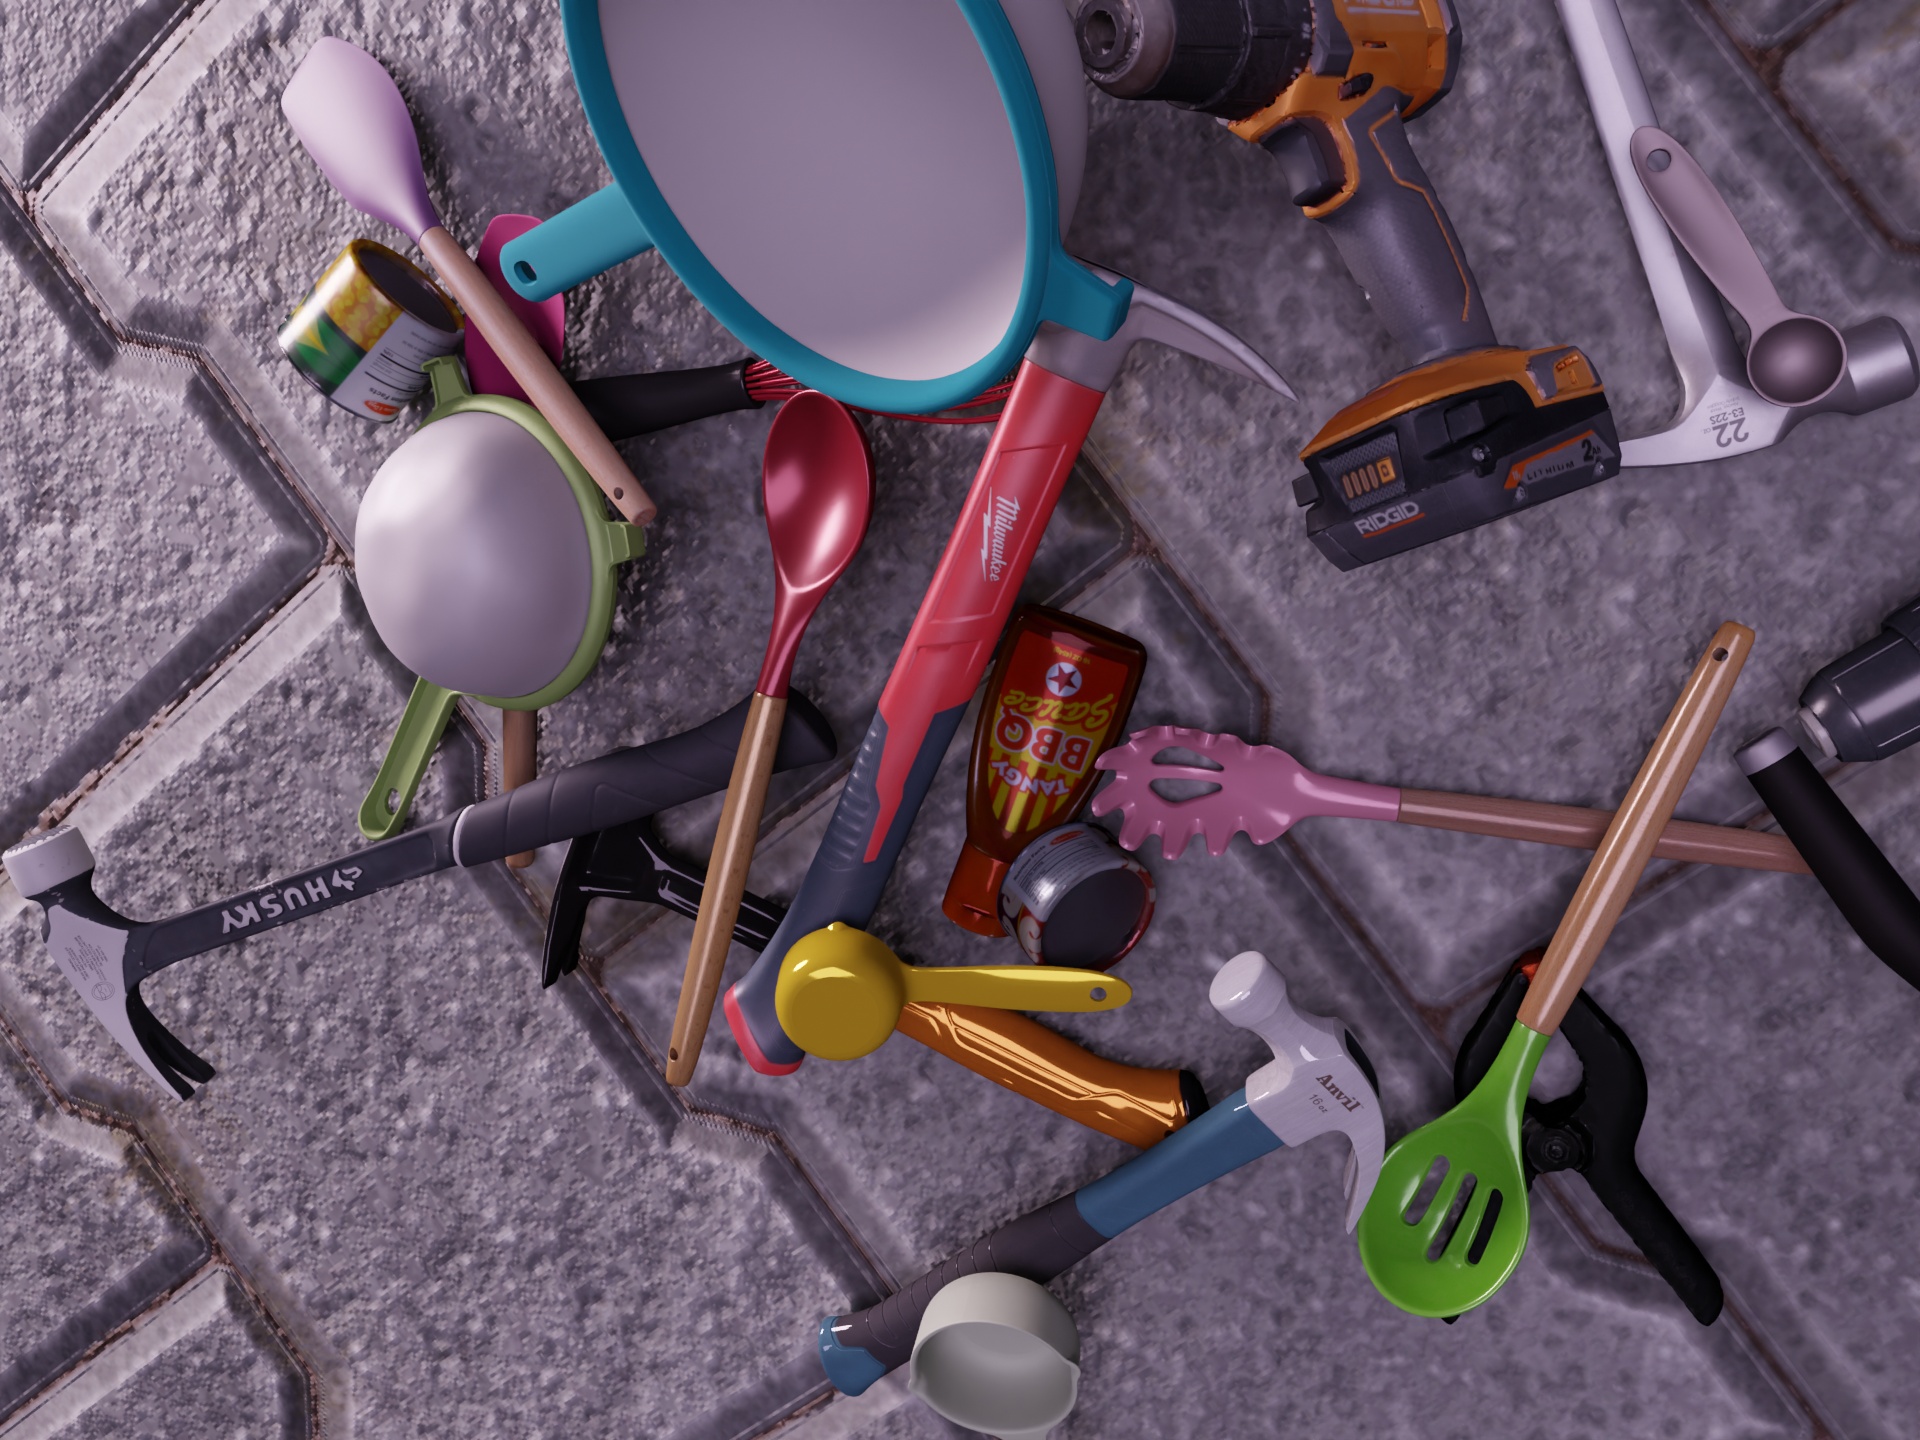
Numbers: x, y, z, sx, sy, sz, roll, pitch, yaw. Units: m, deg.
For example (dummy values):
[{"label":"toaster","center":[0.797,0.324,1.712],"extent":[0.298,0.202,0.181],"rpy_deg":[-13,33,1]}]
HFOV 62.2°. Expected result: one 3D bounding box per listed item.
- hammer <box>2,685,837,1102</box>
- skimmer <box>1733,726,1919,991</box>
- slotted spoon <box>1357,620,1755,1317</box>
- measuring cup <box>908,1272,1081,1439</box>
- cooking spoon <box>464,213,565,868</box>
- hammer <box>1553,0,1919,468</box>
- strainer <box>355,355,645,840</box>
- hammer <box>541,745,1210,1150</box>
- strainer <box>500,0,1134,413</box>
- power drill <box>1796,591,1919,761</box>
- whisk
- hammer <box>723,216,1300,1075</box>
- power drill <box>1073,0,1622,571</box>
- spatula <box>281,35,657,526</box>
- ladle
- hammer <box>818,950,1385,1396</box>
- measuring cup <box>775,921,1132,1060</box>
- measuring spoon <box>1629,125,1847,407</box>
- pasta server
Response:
[{"label":"hammer","center":[-0.252,0.067,0.761],"extent":[0.409,0.036,0.149],"rpy_deg":[-18,103,10]},{"label":"skimmer","center":[0.444,0.140,0.613],"extent":[0.090,0.127,0.363],"rpy_deg":[-33,81,-8]},{"label":"slotted spoon","center":[0.250,0.105,0.656],"extent":[0.070,0.031,0.313],"rpy_deg":[30,102,37]},{"label":"measuring cup","center":[0.035,0.323,0.745],"extent":[0.083,0.038,0.167],"rpy_deg":[-15,117,19]},{"label":"cooking spoon","center":[-0.213,-0.078,0.769],"extent":[0.069,0.017,0.318],"rpy_deg":[15,109,32]},{"label":"hammer","center":[0.235,-0.292,0.624],"extent":[0.144,0.035,0.405],"rpy_deg":[-20,94,17]},{"label":"strainer","center":[-0.259,-0.033,0.755],"extent":[0.151,0.069,0.256],"rpy_deg":[42,118,18]},{"label":"hammer","center":[-0.042,0.134,0.766],"extent":[0.337,0.034,0.127],"rpy_deg":[23,103,10]},{"label":"strainer","center":[-0.070,-0.219,0.596],"extent":[0.340,0.095,0.210],"rpy_deg":[1,129,52]},{"label":"power drill","center":[0.456,0.024,0.597],"extent":[0.190,0.080,0.228],"rpy_deg":[-33,87,16]},{"label":"whisk","center":[-0.076,-0.156,0.719],"extent":[0.296,0.073,0.073],"rpy_deg":[-5,98,22]},{"label":"hammer","center":[-0.001,-0.002,0.680],"extent":[0.143,0.038,0.386],"rpy_deg":[23,110,-2]},{"label":"power drill","center":[0.139,-0.173,0.576],"extent":[0.084,0.185,0.226],"rpy_deg":[-20,89,50]},{"label":"spatula","center":[-0.229,-0.207,0.733],"extent":[0.059,0.018,0.316],"rpy_deg":[-44,72,20]},{"label":"ladle","center":[-0.089,0.014,0.696],"extent":[0.069,0.031,0.315],"rpy_deg":[22,101,41]},{"label":"hammer","center":[0.051,0.231,0.731],"extent":[0.128,0.033,0.331],"rpy_deg":[44,117,-14]},{"label":"measuring cup","center":[-0.004,0.122,0.688],"extent":[0.156,0.029,0.062],"rpy_deg":[0,111,6]},{"label":"measuring spoon","center":[0.291,-0.173,0.605],"extent":[0.034,0.018,0.124],"rpy_deg":[-32,83,16]},{"label":"pasta server","center":[0.216,0.042,0.681],"extent":[0.316,0.040,0.060],"rpy_deg":[7,107,12]}]
